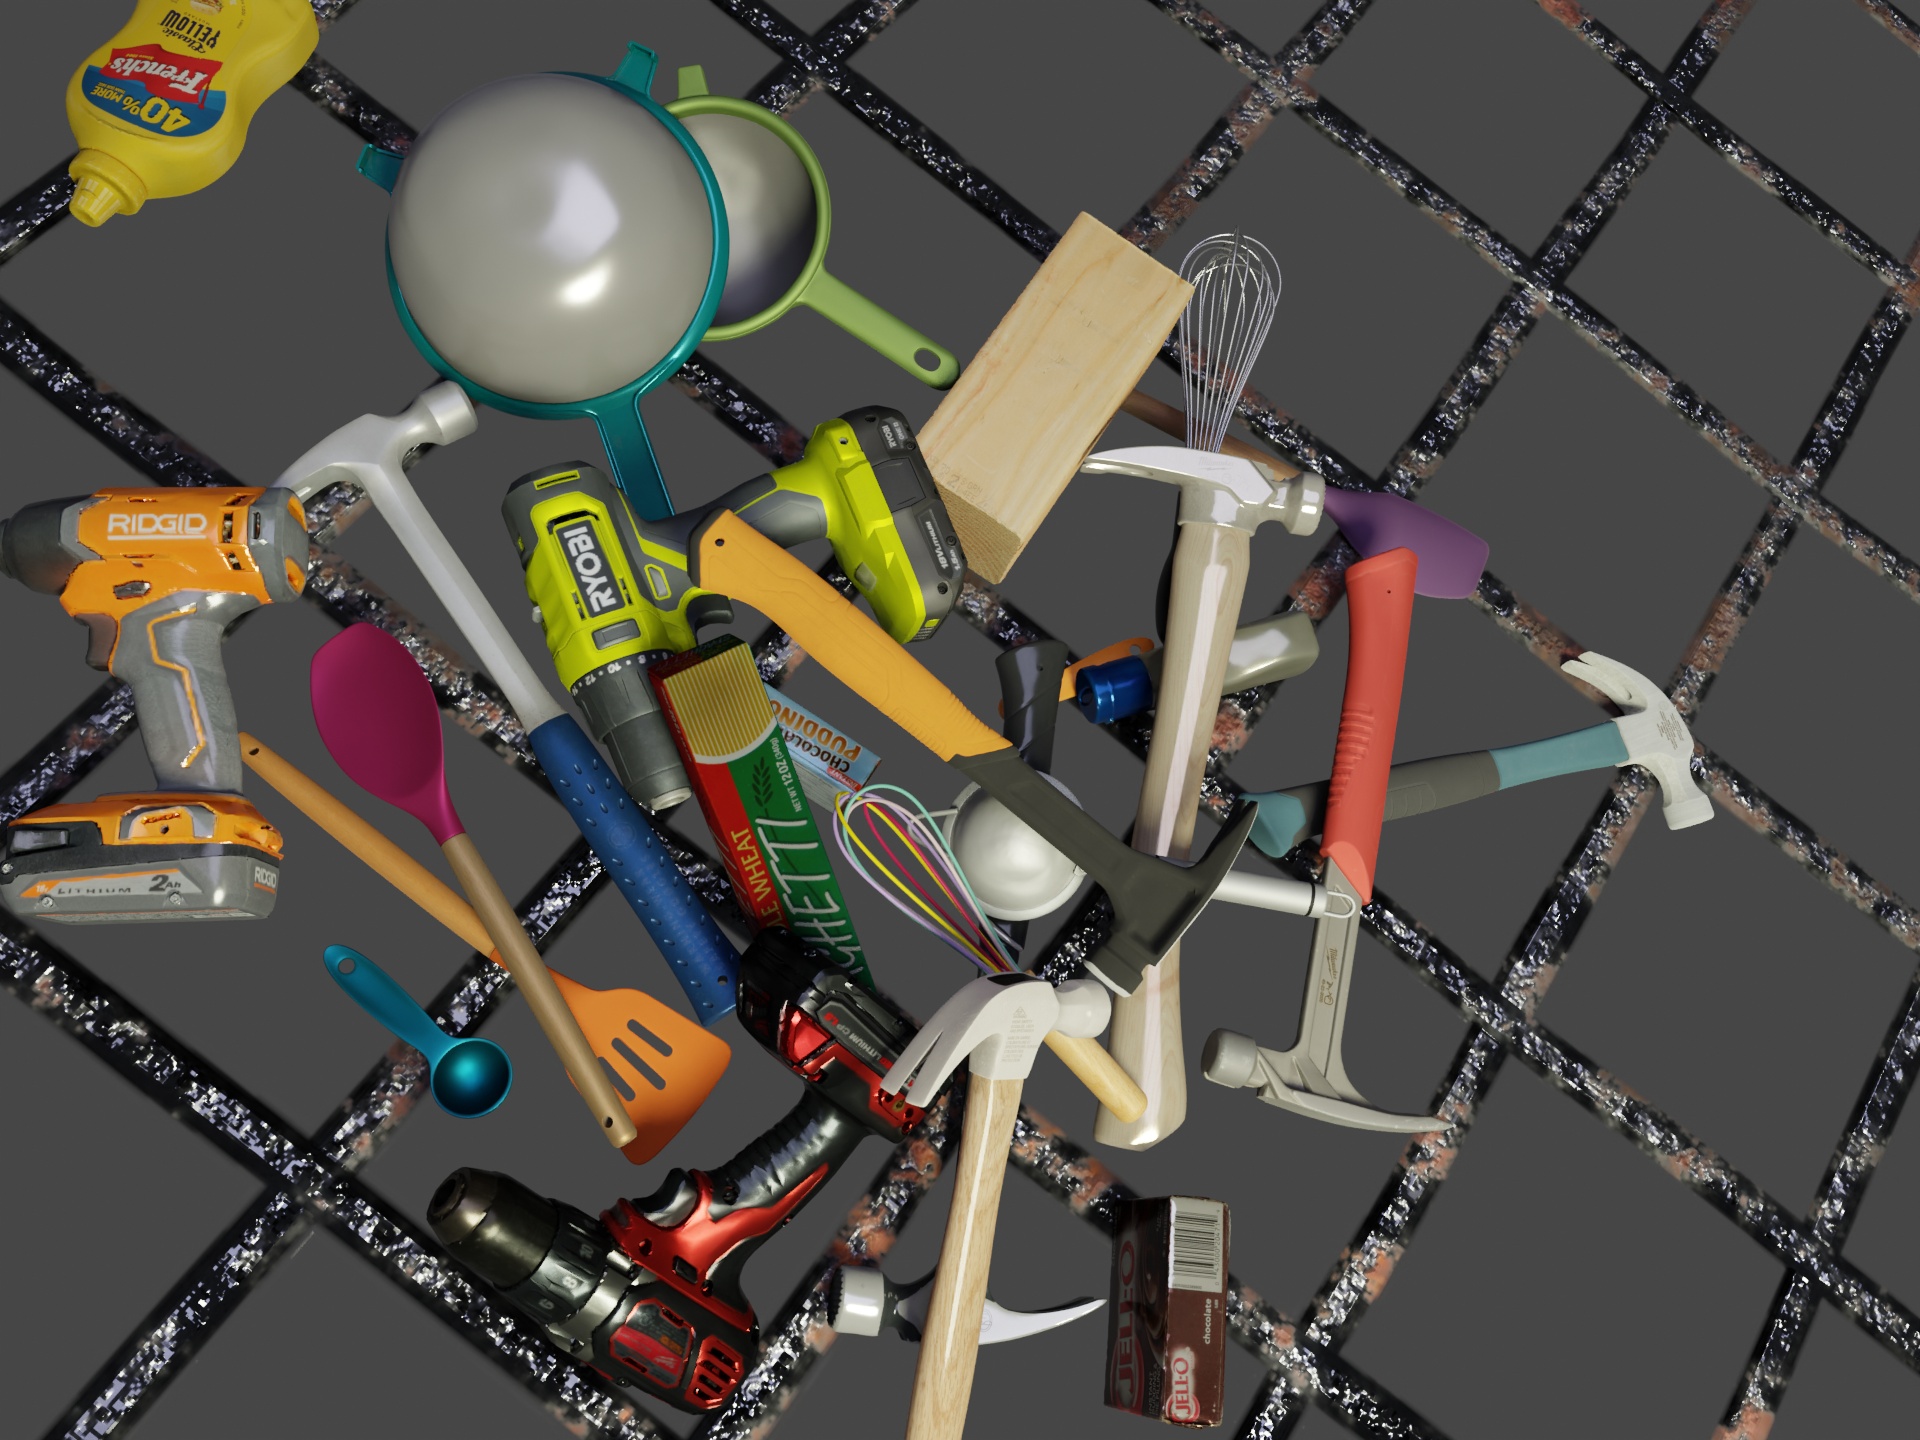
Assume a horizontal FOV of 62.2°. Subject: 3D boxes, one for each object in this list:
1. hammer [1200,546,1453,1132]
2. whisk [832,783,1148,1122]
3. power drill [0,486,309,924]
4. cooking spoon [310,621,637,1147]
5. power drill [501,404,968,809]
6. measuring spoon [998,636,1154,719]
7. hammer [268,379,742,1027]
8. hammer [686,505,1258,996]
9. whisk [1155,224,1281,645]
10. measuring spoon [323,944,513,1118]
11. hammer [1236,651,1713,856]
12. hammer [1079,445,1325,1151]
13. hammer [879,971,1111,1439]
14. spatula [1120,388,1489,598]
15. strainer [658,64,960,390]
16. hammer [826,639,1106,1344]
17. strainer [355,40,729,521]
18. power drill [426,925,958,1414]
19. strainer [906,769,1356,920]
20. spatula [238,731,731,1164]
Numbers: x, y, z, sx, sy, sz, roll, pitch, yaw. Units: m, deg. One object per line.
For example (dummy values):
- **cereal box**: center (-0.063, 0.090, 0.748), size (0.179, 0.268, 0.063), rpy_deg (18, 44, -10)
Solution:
- **hammer**: center (0.248, 0.063, 0.970), size (0.149, 0.036, 0.359), rpy_deg (17, 71, -9)
- **whisk**: center (0.018, 0.127, 0.880), size (0.051, 0.047, 0.245), rpy_deg (-44, 94, -11)
- **power drill**: center (-0.429, -0.012, 0.819), size (0.164, 0.084, 0.227), rpy_deg (-1, 78, -7)
- **cooking spoon**: center (-0.256, 0.085, 0.843), size (0.069, 0.017, 0.319), rpy_deg (-34, 79, 5)
- **power drill**: center (-0.118, -0.070, 0.884), size (0.228, 0.080, 0.191), rpy_deg (-20, 81, -18)
- **measuring spoon**: center (0.075, -0.028, 1.002), size (0.117, 0.011, 0.021), rpy_deg (-25, 80, -20)
- **hammer**: center (-0.244, -0.003, 0.899), size (0.144, 0.035, 0.405), rpy_deg (-32, 82, -22)
- **hammer**: center (-0.001, -0.003, 0.844), size (0.337, 0.034, 0.127), rpy_deg (39, 86, -6)
- **whisk**: center (0.159, -0.186, 1.035), size (0.070, 0.070, 0.285), rpy_deg (11, 83, -11)
- **measuring spoon**: center (-0.290, 0.164, 0.848), size (0.129, 0.021, 0.042), rpy_deg (38, 68, 10)
- **hammer**: center (0.334, 0.037, 1.036), size (0.331, 0.033, 0.128), rpy_deg (-11, 76, -17)
- **hammer**: center (0.115, 0.040, 0.936), size (0.146, 0.038, 0.411), rpy_deg (10, 82, 0)
- **hammer**: center (-0.003, 0.292, 0.807), size (0.130, 0.031, 0.331), rpy_deg (11, 89, -44)
- **spatula**: center (0.216, -0.165, 1.081), size (0.316, 0.018, 0.060), rpy_deg (26, 80, -5)
- **strainer**: center (-0.108, -0.278, 0.997), size (0.256, 0.069, 0.151), rpy_deg (33, 91, 1)
- **hammer**: center (0.027, 0.144, 0.915), size (0.149, 0.036, 0.409), rpy_deg (12, 72, -12)
- **strainer**: center (-0.225, -0.227, 0.919), size (0.211, 0.095, 0.340), rpy_deg (-20, 87, 2)
- **power drill**: center (-0.130, 0.214, 0.791), size (0.187, 0.080, 0.227), rpy_deg (45, 76, -28)
- **strainer**: center (0.097, 0.081, 0.895), size (0.258, 0.050, 0.087), rpy_deg (10, 85, -2)
- **spatula**: center (-0.270, 0.111, 0.865), size (0.322, 0.041, 0.081), rpy_deg (37, 66, 4)
